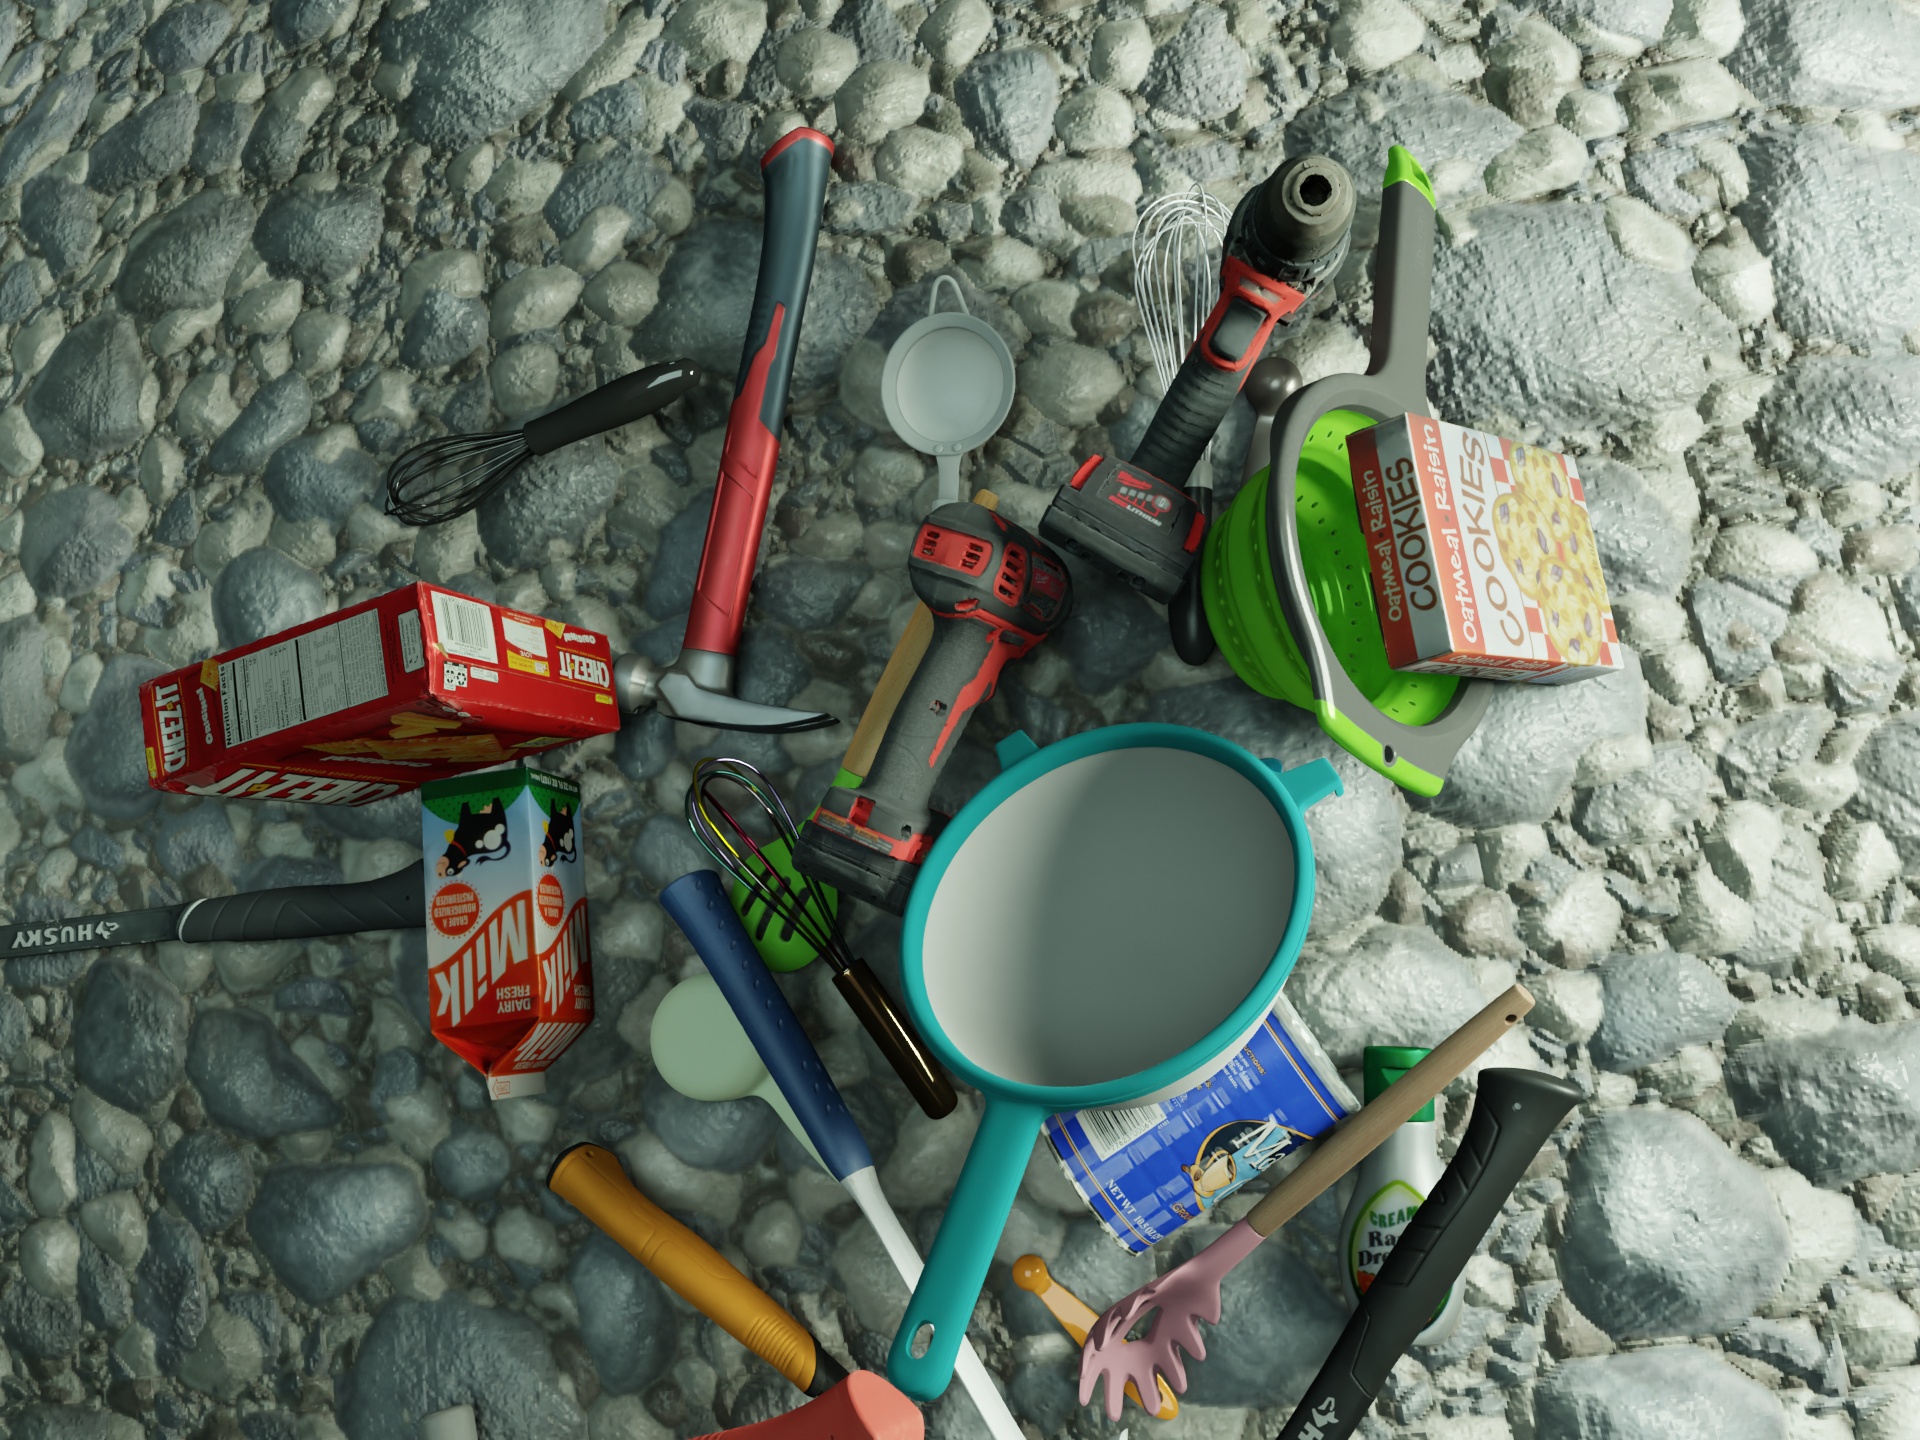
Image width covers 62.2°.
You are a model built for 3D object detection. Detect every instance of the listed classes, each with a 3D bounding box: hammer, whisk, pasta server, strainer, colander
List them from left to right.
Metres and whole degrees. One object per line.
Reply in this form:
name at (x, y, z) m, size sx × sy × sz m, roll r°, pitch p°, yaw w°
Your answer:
hammer at (-0.517, 0.138, 1.036) m, size 0.409 × 0.036 × 0.149 m, roll -7°, pitch 80°, yaw 12°
whisk at (-0.270, -0.180, 1.017) m, size 0.239 × 0.055 × 0.055 m, roll -19°, pitch 76°, yaw 15°
hammer at (-0.161, 0.411, 0.833) m, size 0.359 × 0.036 × 0.149 m, roll -27°, pitch 71°, yaw 31°
hammer at (-0.104, 0.340, 0.867) m, size 0.337 × 0.127 × 0.034 m, roll 31°, pitch 102°, yaw 22°
hammer at (-0.114, -0.185, 0.996) m, size 0.143 × 0.038 × 0.386 m, roll 8°, pitch 82°, yaw 13°
whisk at (-0.080, 0.125, 0.901) m, size 0.051 × 0.047 × 0.245 m, roll -35°, pitch 92°, yaw 0°
hammer at (-0.048, 0.254, 0.857) m, size 0.035 × 0.144 × 0.406 m, roll -42°, pitch 68°, yaw 21°
strainer at (-0.008, -0.135, 0.961) m, size 0.087 × 0.050 × 0.258 m, roll 1°, pitch 86°, yaw 20°
strainer at (0.058, 0.163, 0.760) m, size 0.211 × 0.095 × 0.340 m, roll 5°, pitch 57°, yaw 35°
whisk at (0.135, -0.173, 0.929) m, size 0.070 × 0.070 × 0.285 m, roll -1°, pitch 85°, yaw 13°
pasta server at (0.171, 0.245, 0.804) m, size 0.060 × 0.040 × 0.316 m, roll 35°, pitch 110°, yaw -21°
colander at (0.209, -0.147, 0.882) m, size 0.094 × 0.204 × 0.397 m, roll -16°, pitch 55°, yaw 45°
hammer at (0.206, 0.315, 0.785) m, size 0.146 × 0.035 × 0.334 m, roll 34°, pitch 100°, yaw 30°

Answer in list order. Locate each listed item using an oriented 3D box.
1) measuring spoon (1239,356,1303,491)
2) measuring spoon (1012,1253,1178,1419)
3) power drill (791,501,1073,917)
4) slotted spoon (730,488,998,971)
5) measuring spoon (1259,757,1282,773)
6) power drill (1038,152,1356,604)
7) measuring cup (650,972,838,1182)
measuring spoon at (0.176, -0.156, 0.931) m, size 0.034 × 0.018 × 0.124 m, roll 8°, pitch 83°, yaw 14°
measuring spoon at (0.073, 0.338, 0.870) m, size 0.117 × 0.011 × 0.021 m, roll 41°, pitch 91°, yaw 16°
power drill at (-0.001, -0.003, 0.889) m, size 0.079 × 0.143 × 0.219 m, roll 20°, pitch 91°, yaw 28°
slotted spoon at (-0.054, 0.006, 0.935) m, size 0.070 × 0.031 × 0.314 m, roll 28°, pitch 92°, yaw 17°
measuring spoon at (0.126, 0.056, 0.909) m, size 0.128 × 0.021 × 0.042 m, roll -30°, pitch 94°, yaw -2°
power drill at (0.128, -0.176, 0.811) m, size 0.080 × 0.188 × 0.226 m, roll 29°, pitch 97°, yaw 2°
measuring cup at (-0.114, 0.214, 0.922) m, size 0.168 × 0.038 × 0.083 m, roll 42°, pitch 91°, yaw 19°
